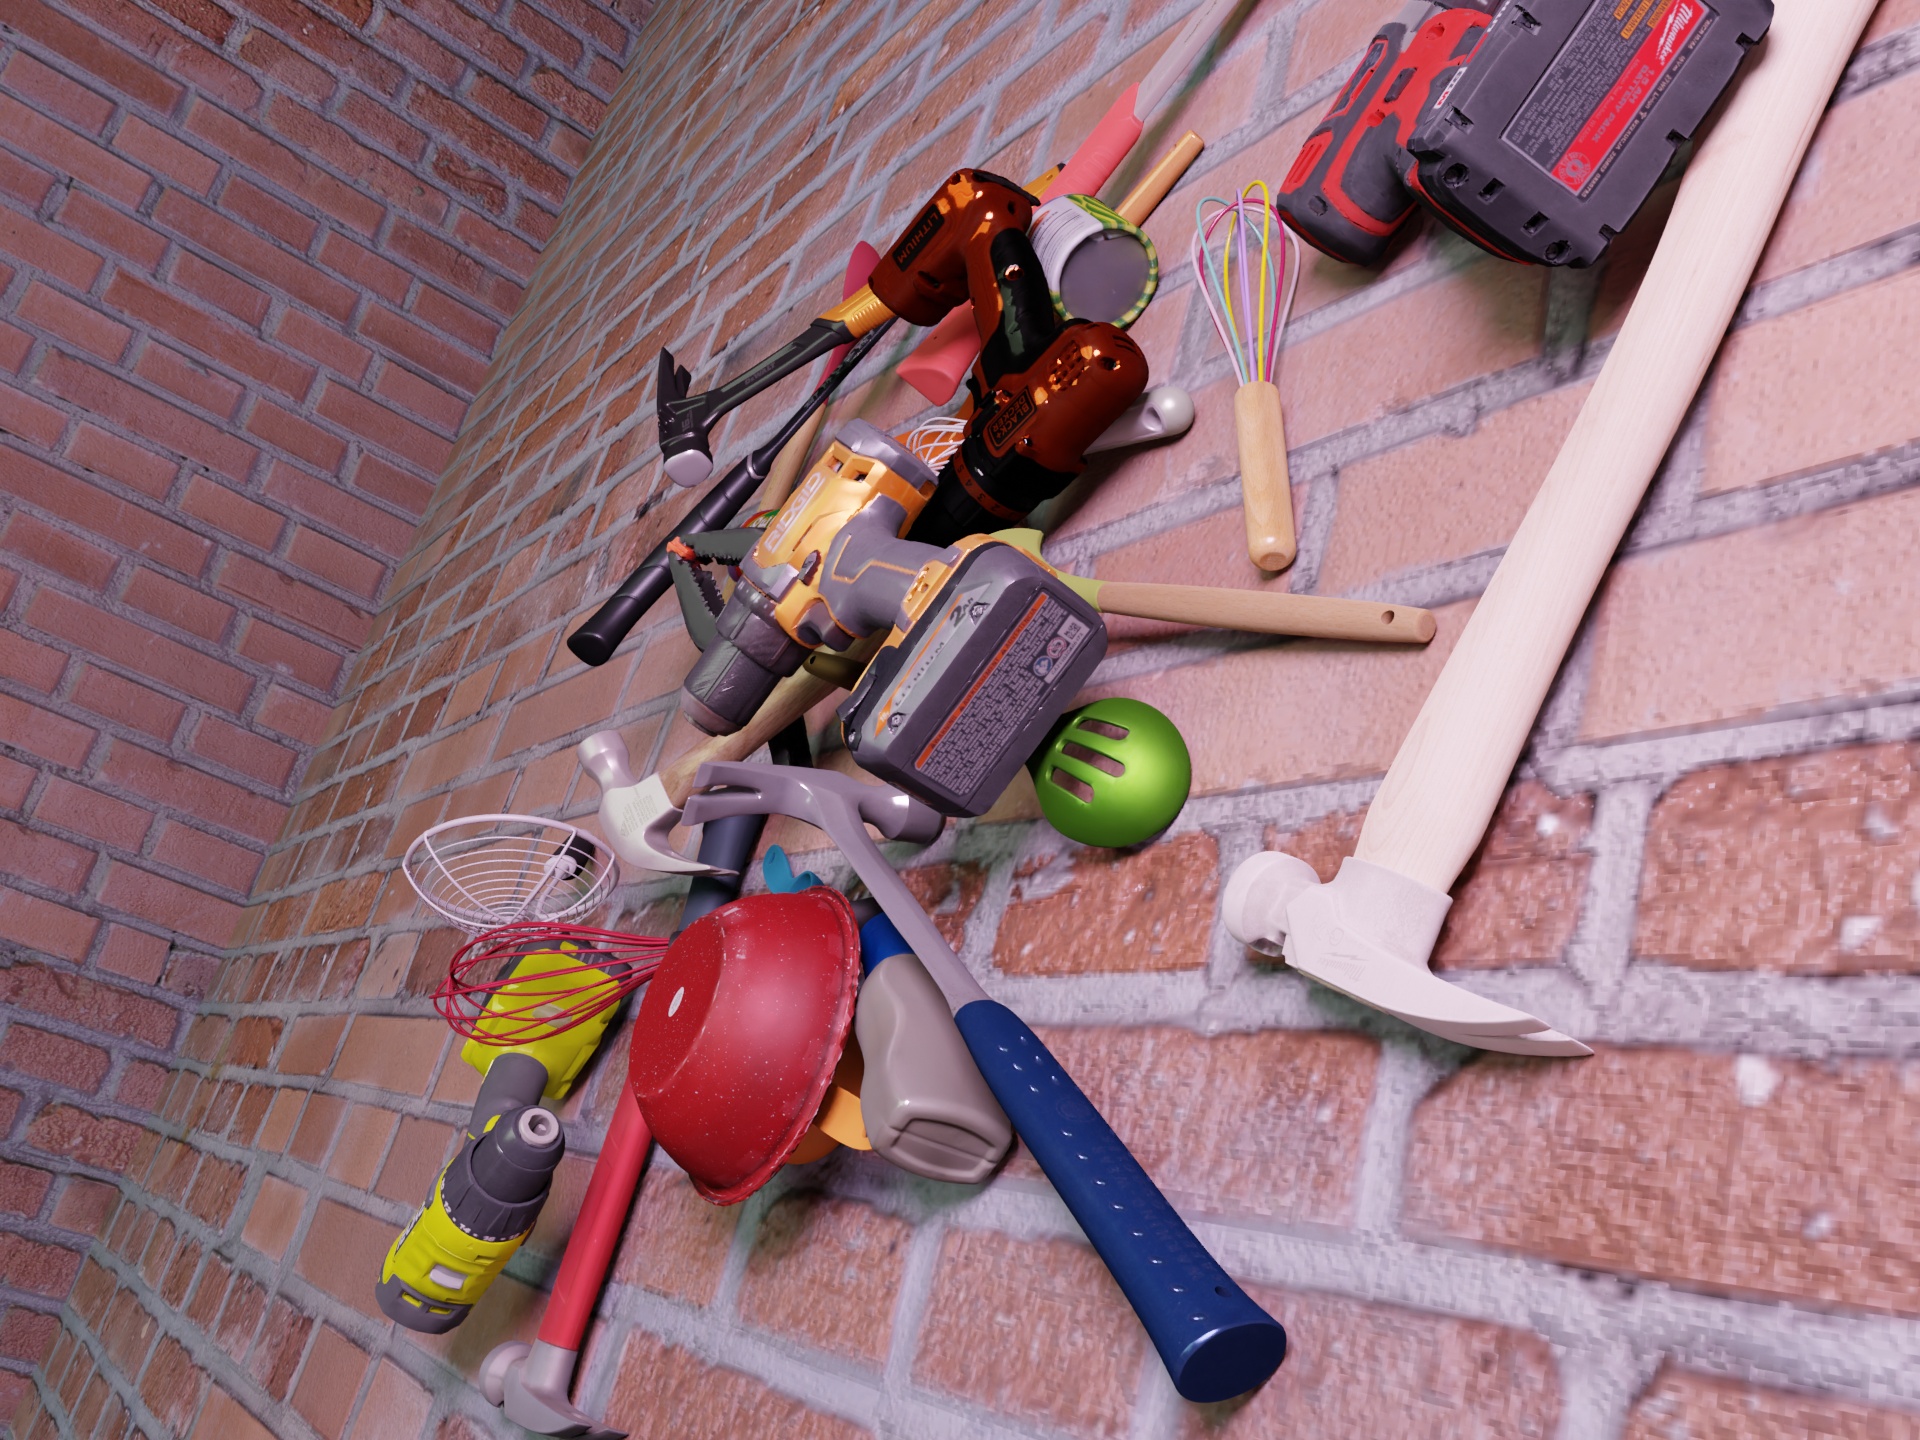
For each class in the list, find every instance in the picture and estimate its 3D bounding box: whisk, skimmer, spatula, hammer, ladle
[{"bbox_3d":[0.042,-0.158,0.905,0.059,0.057,0.246,-35,19,-31],"label":"whisk"},{"bbox_3d":[-0.286,0.084,1.100,0.363,0.127,0.090,-141,48,-82],"label":"skimmer"},{"bbox_3d":[0.032,-0.245,1.003,0.322,0.041,0.081,-46,31,26],"label":"spatula"},{"bbox_3d":[-0.092,-0.021,0.956,0.331,0.031,0.130,-38,65,18],"label":"hammer"},{"bbox_3d":[0.082,-0.348,0.977,0.359,0.036,0.149,-51,28,8],"label":"hammer"},{"bbox_3d":[-0.137,-0.198,1.145,0.409,0.036,0.149,-49,23,-10],"label":"hammer"},{"bbox_3d":[-0.001,0.119,0.669,0.406,0.144,0.035,46,121,54],"label":"hammer"},{"bbox_3d":[-0.067,-0.283,1.088,0.337,0.034,0.127,-27,49,17],"label":"hammer"},{"bbox_3d":[0.140,-0.173,0.759,0.047,0.051,0.245,-29,45,37],"label":"whisk"},{"bbox_3d":[-0.124,-0.229,1.257,0.315,0.031,0.069,-66,-15,-1],"label":"ladle"},{"bbox_3d":[-0.175,0.134,0.894,0.296,0.073,0.073,-13,49,20],"label":"whisk"},{"bbox_3d":[0.228,-0.088,0.543,0.146,0.038,0.410,21,83,60],"label":"hammer"},{"bbox_3d":[0.094,-0.051,0.740,0.320,0.062,0.078,12,78,54],"label":"ladle"},{"bbox_3d":[-0.182,0.221,0.950,0.143,0.038,0.386,-14,54,53],"label":"hammer"}]

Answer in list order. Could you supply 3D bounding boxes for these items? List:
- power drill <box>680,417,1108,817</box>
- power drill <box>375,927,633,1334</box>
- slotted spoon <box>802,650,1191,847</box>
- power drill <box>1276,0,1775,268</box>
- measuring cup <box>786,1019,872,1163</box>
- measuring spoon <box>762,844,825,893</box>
[{"bbox_3d":[-0.049,-0.037,0.782,0.185,0.084,0.226,-53,39,5],"label":"power drill"},{"bbox_3d":[-0.276,0.240,0.991,0.190,0.080,0.229,-53,18,31],"label":"power drill"},{"bbox_3d":[-0.001,-0.003,0.805,0.314,0.031,0.070,20,80,54],"label":"slotted spoon"},{"bbox_3d":[0.222,-0.271,0.641,0.188,0.080,0.227,-56,14,13],"label":"power drill"},{"bbox_3d":[-0.062,0.183,0.771,0.174,0.052,0.095,9,73,59],"label":"measuring cup"},{"bbox_3d":[-0.098,0.100,0.948,0.042,0.021,0.129,-60,19,3],"label":"measuring spoon"}]
